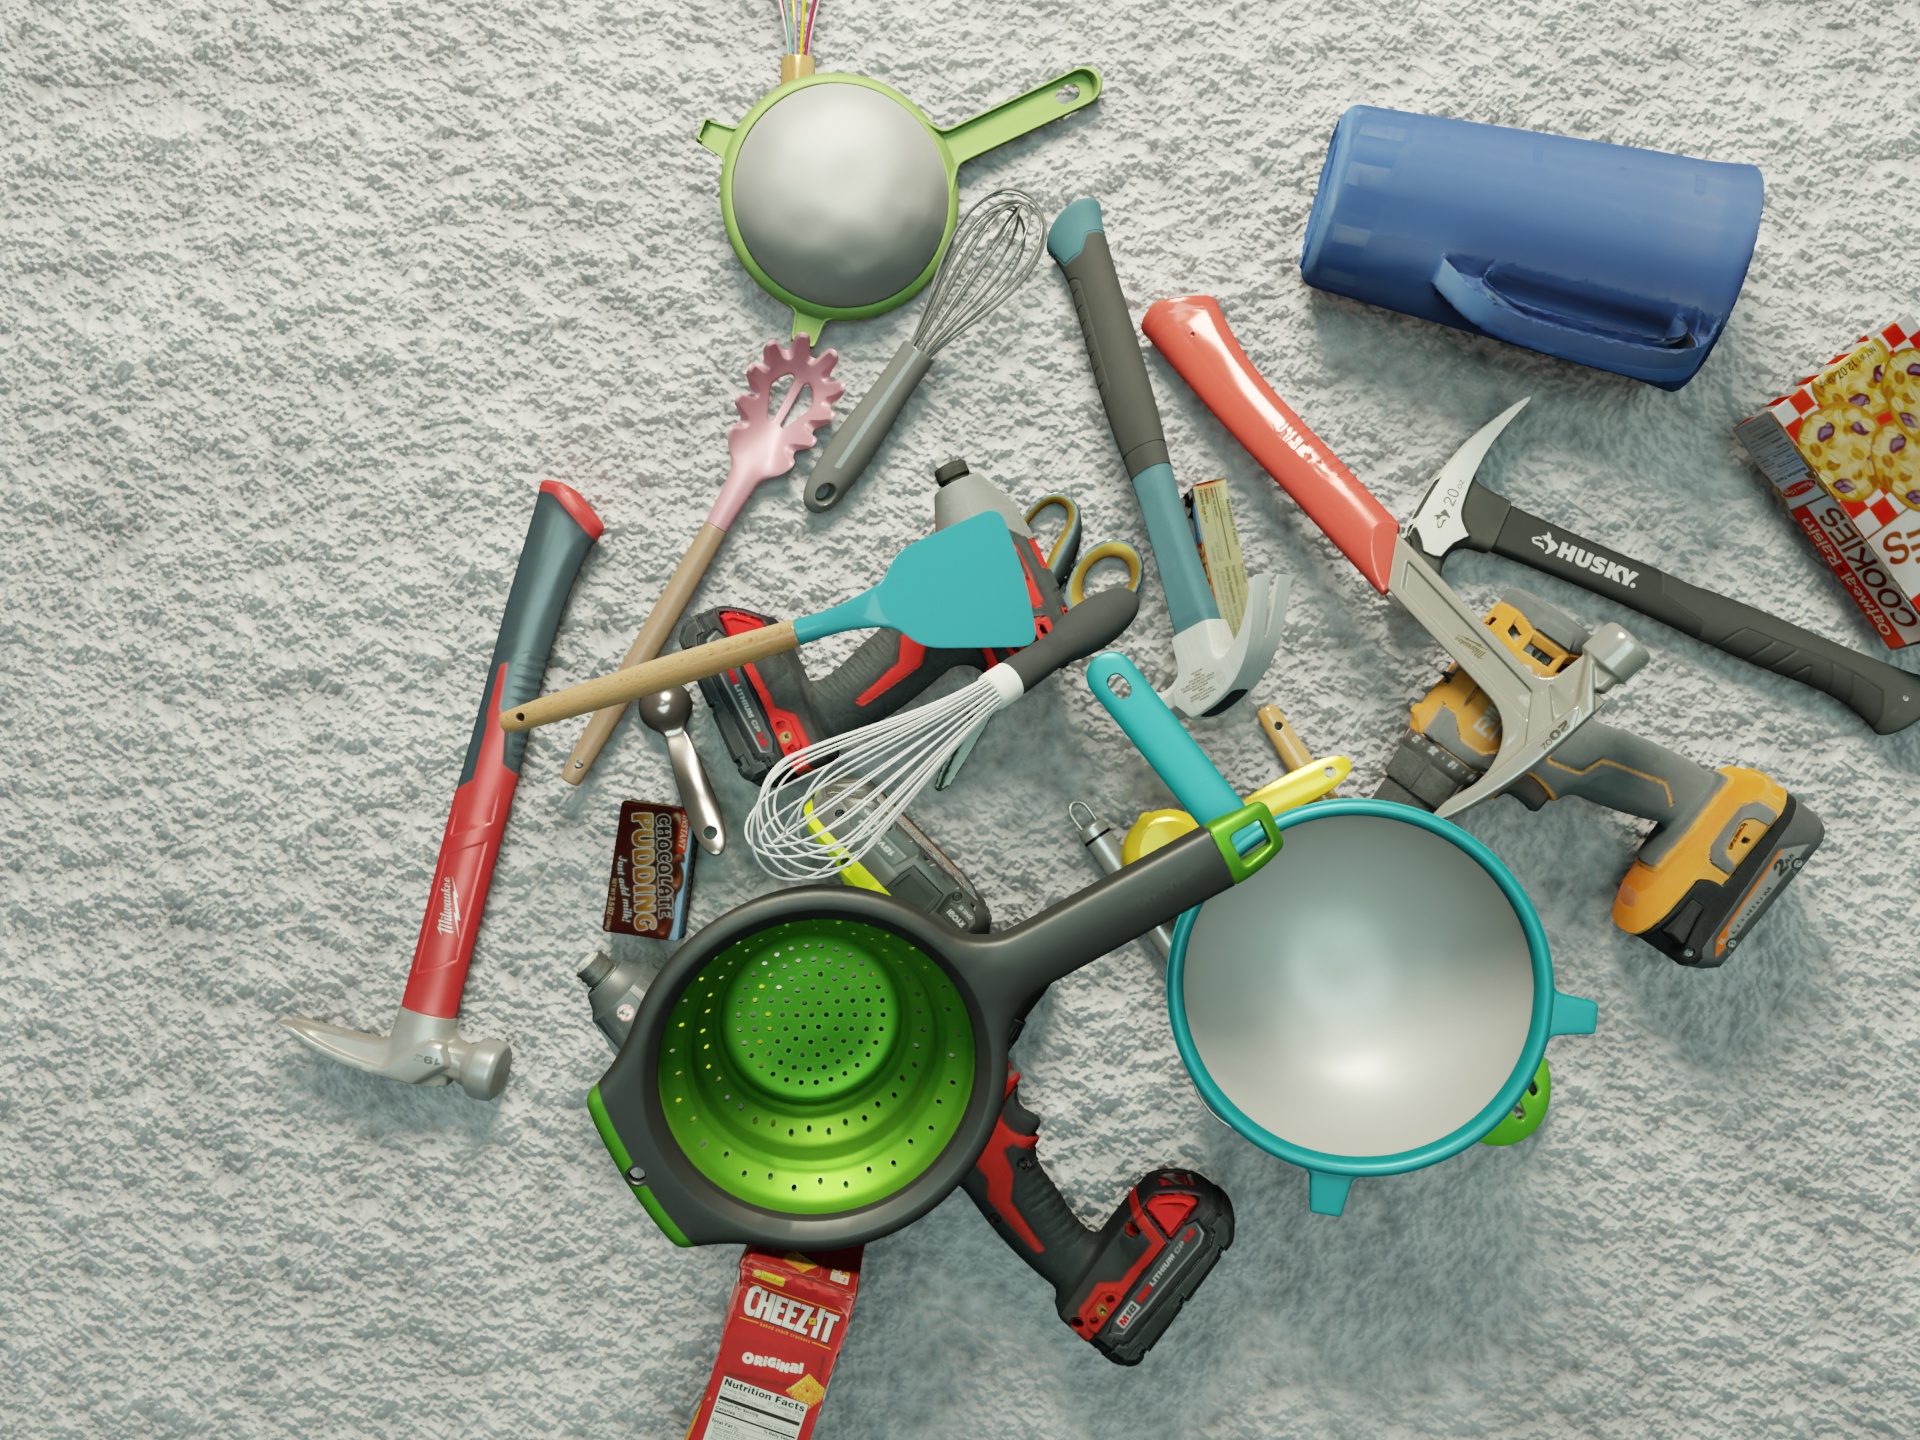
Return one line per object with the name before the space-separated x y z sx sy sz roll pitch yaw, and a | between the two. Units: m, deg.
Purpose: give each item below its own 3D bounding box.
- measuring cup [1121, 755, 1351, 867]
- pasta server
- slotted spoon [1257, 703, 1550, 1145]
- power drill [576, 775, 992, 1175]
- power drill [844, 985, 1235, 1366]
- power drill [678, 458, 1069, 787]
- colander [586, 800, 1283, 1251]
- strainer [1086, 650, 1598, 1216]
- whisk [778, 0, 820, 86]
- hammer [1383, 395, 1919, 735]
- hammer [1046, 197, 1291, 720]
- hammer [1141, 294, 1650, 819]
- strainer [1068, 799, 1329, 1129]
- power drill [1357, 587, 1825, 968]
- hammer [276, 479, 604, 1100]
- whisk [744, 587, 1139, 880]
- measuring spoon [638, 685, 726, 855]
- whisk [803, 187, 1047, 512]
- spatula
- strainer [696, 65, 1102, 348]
measuring cup | 0.171 0.059 0.971 0.156 0.029 0.062 -28 79 -1
pasta server | -0.167 -0.098 0.997 0.060 0.040 0.316 30 88 -8
slotted spoon | 0.272 0.126 0.990 0.070 0.031 0.314 -31 87 -4
power drill | -0.107 0.146 0.965 0.223 0.080 0.171 -44 101 2
power drill | 0.059 0.254 0.970 0.227 0.080 0.188 37 90 5
power drill | -0.050 -0.058 0.971 0.219 0.078 0.143 -25 88 4
colander | -0.009 0.142 0.889 0.397 0.094 0.204 -28 103 -2
strainer | 0.186 0.098 0.928 0.211 0.095 0.340 -38 85 7
whisk | -0.103 -0.440 1.011 0.047 0.051 0.245 3 94 37
hammer | 0.444 -0.079 0.985 0.335 0.035 0.146 23 90 2
hammer | 0.111 -0.162 0.964 0.033 0.128 0.331 -3 73 -41
hammer | 0.223 -0.115 0.944 0.149 0.036 0.359 -43 71 13
strainer | 0.144 0.156 0.986 0.087 0.050 0.258 -32 82 -13
power drill | 0.365 0.056 0.953 0.226 0.084 0.185 35 99 -1
hammer | -0.313 0.034 1.003 0.143 0.038 0.386 14 89 4
whisk | -0.002 -0.004 0.879 0.284 0.070 0.070 -34 88 -27
measuring spoon | -0.171 0.027 0.989 0.034 0.018 0.124 -21 69 -8
whisk | -0.025 -0.228 0.996 0.055 0.055 0.239 37 97 2
spatula | -0.117 -0.042 0.928 0.317 0.044 0.082 -16 89 6
strainer | -0.023 -0.347 0.976 0.256 0.069 0.151 -26 101 -4
